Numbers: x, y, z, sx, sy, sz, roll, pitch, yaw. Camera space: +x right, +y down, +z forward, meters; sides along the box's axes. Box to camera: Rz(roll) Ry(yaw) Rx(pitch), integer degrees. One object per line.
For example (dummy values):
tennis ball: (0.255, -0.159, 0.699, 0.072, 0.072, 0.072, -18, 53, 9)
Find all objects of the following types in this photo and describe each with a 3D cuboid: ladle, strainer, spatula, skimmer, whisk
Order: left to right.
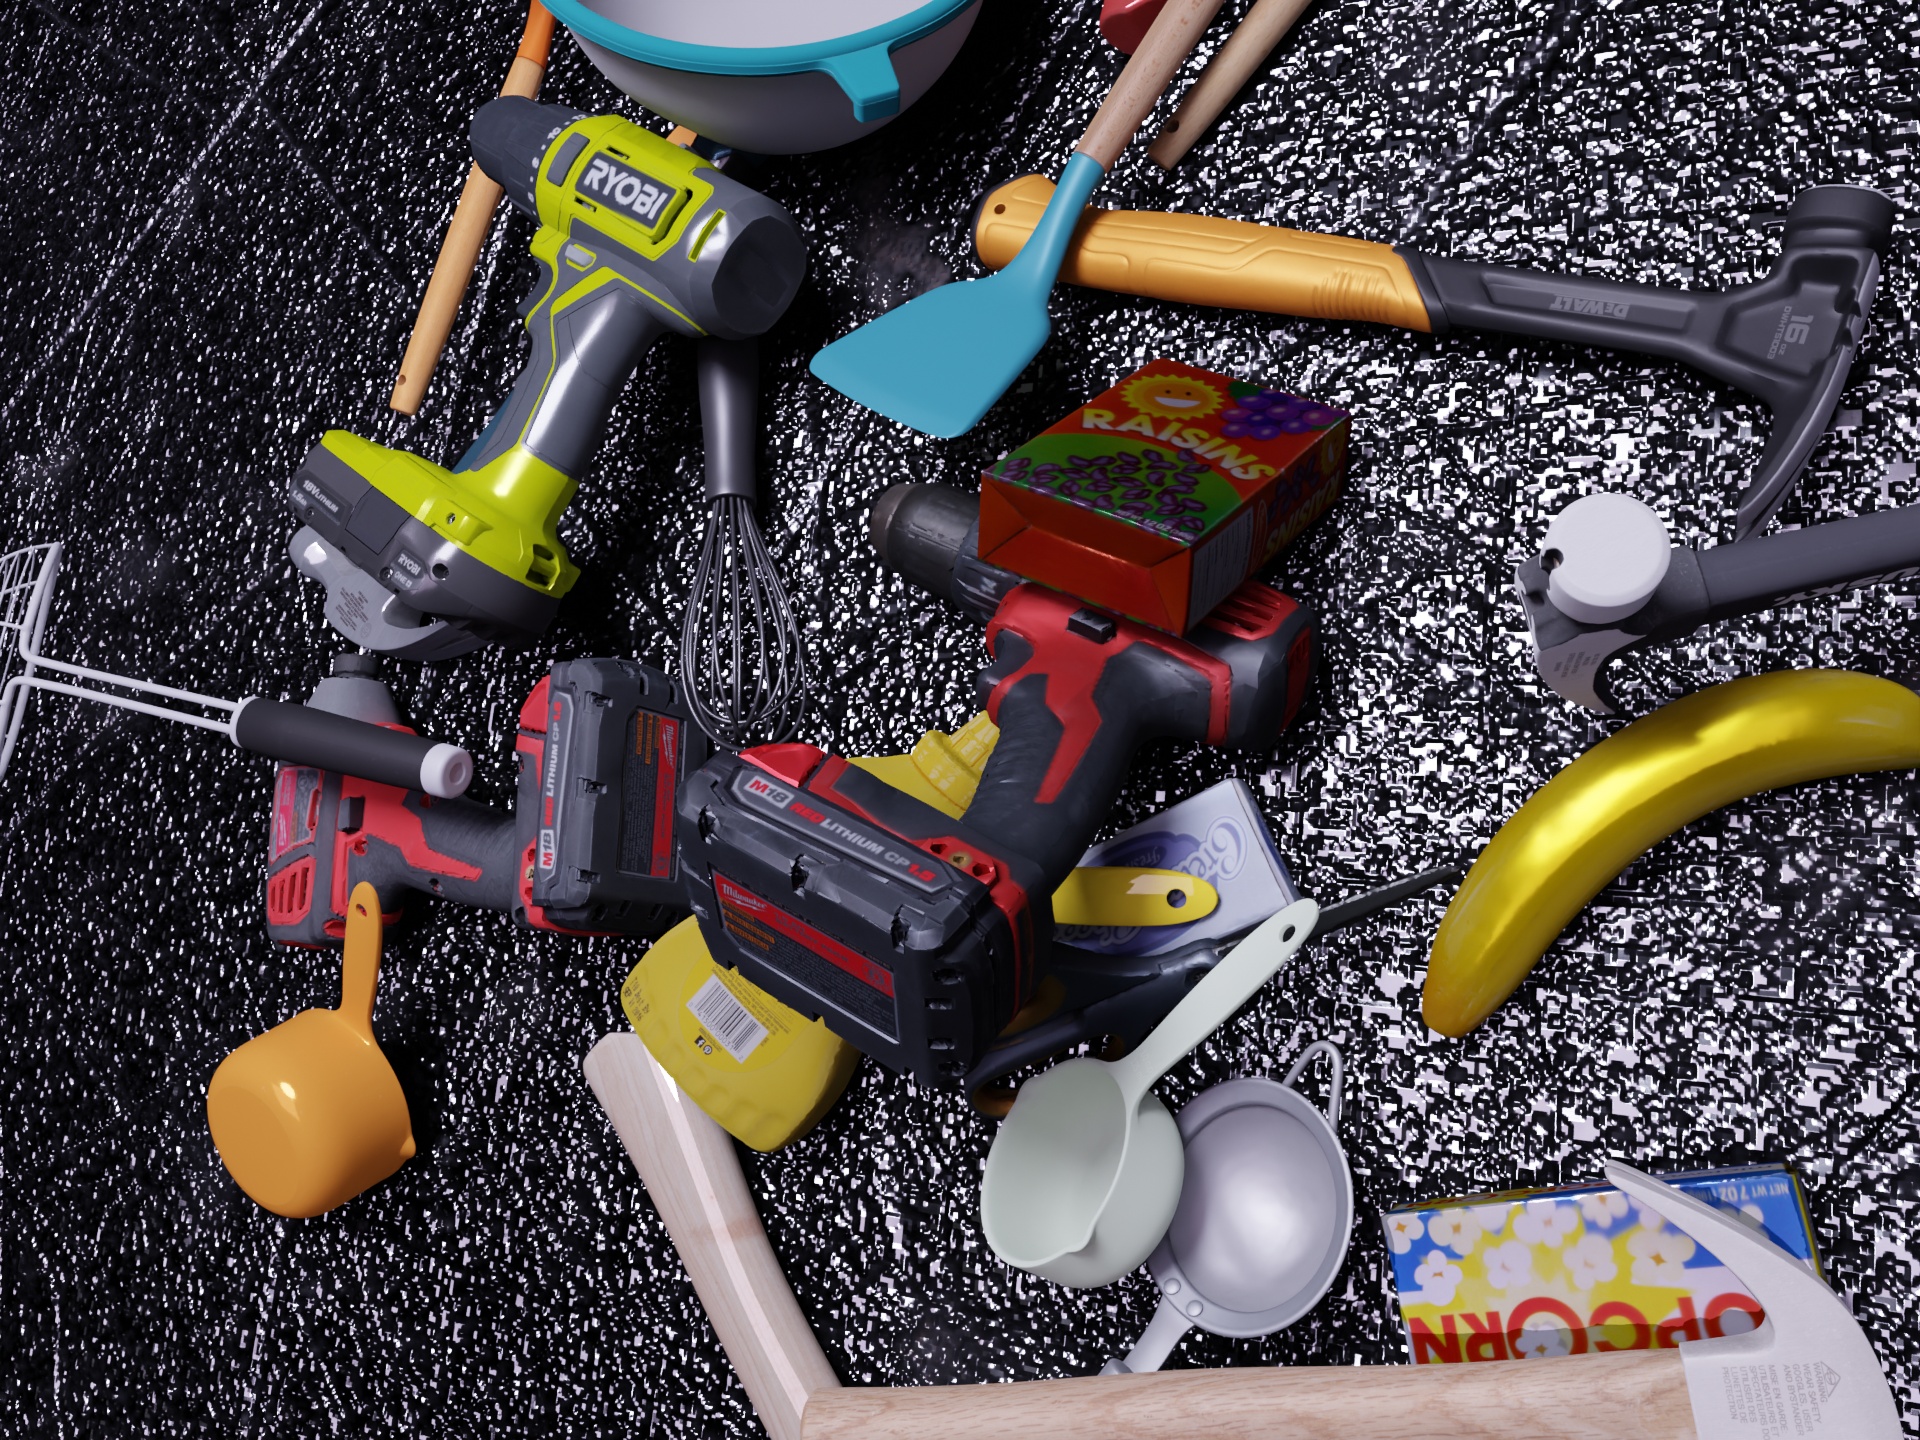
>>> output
skimmer: (-0.363, -0.007, 0.761, 0.363, 0.090, 0.127, 11, 86, 23)
spatula: (-0.218, -0.302, 0.799, 0.081, 0.041, 0.322, 18, 87, 28)
strainer: (-0.140, -0.335, 0.707, 0.340, 0.095, 0.211, 18, 60, 12)
whisk: (-0.099, -0.098, 0.707, 0.055, 0.055, 0.239, -13, 70, 24)
spatula: (0.062, -0.244, 0.618, 0.082, 0.044, 0.317, 33, 89, 33)
strainer: (0.062, 0.223, 0.548, 0.258, 0.050, 0.087, -53, 39, -1)
ladle: (0.175, -0.354, 0.615, 0.320, 0.062, 0.078, -50, 56, 12)

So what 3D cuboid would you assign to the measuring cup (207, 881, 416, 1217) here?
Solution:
measuring cup: (-0.289, 0.148, 0.706, 0.095, 0.052, 0.173, 31, 122, 20)

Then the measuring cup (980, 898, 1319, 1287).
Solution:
measuring cup: (0.074, 0.129, 0.552, 0.167, 0.038, 0.083, -48, 26, 13)

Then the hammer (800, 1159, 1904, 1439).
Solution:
hammer: (0.103, 0.214, 0.492, 0.331, 0.031, 0.130, -11, 78, 19)

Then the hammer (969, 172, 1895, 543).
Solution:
hammer: (0.146, -0.157, 0.595, 0.337, 0.034, 0.127, 19, 78, 29)

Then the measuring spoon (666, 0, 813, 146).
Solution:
measuring spoon: (-0.116, -0.304, 0.771, 0.117, 0.011, 0.021, -43, 65, 13)

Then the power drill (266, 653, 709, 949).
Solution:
power drill: (-0.226, 0.033, 0.727, 0.220, 0.078, 0.143, -4, 78, 28)

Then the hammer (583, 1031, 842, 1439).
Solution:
hammer: (-0.048, 0.300, 0.607, 0.146, 0.038, 0.411, -43, 65, 14)

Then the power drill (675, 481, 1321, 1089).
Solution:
power drill: (-0.001, -0.002, 0.565, 0.188, 0.080, 0.227, 26, 50, 26)

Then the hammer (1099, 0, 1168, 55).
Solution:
hammer: (0.107, -0.459, 0.679, 0.149, 0.036, 0.359, 12, 85, 28)

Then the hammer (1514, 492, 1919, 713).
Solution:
hammer: (0.333, -0.063, 0.458, 0.335, 0.146, 0.035, -13, 75, 12)

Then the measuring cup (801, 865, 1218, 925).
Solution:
measuring cup: (0.014, 0.066, 0.578, 0.156, 0.029, 0.062, -1, 94, 12)

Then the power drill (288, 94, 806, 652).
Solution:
power drill: (-0.196, -0.165, 0.711, 0.191, 0.080, 0.228, 34, 92, 28)

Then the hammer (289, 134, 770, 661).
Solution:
hammer: (-0.200, -0.165, 0.774, 0.331, 0.033, 0.128, -49, 63, 10)
